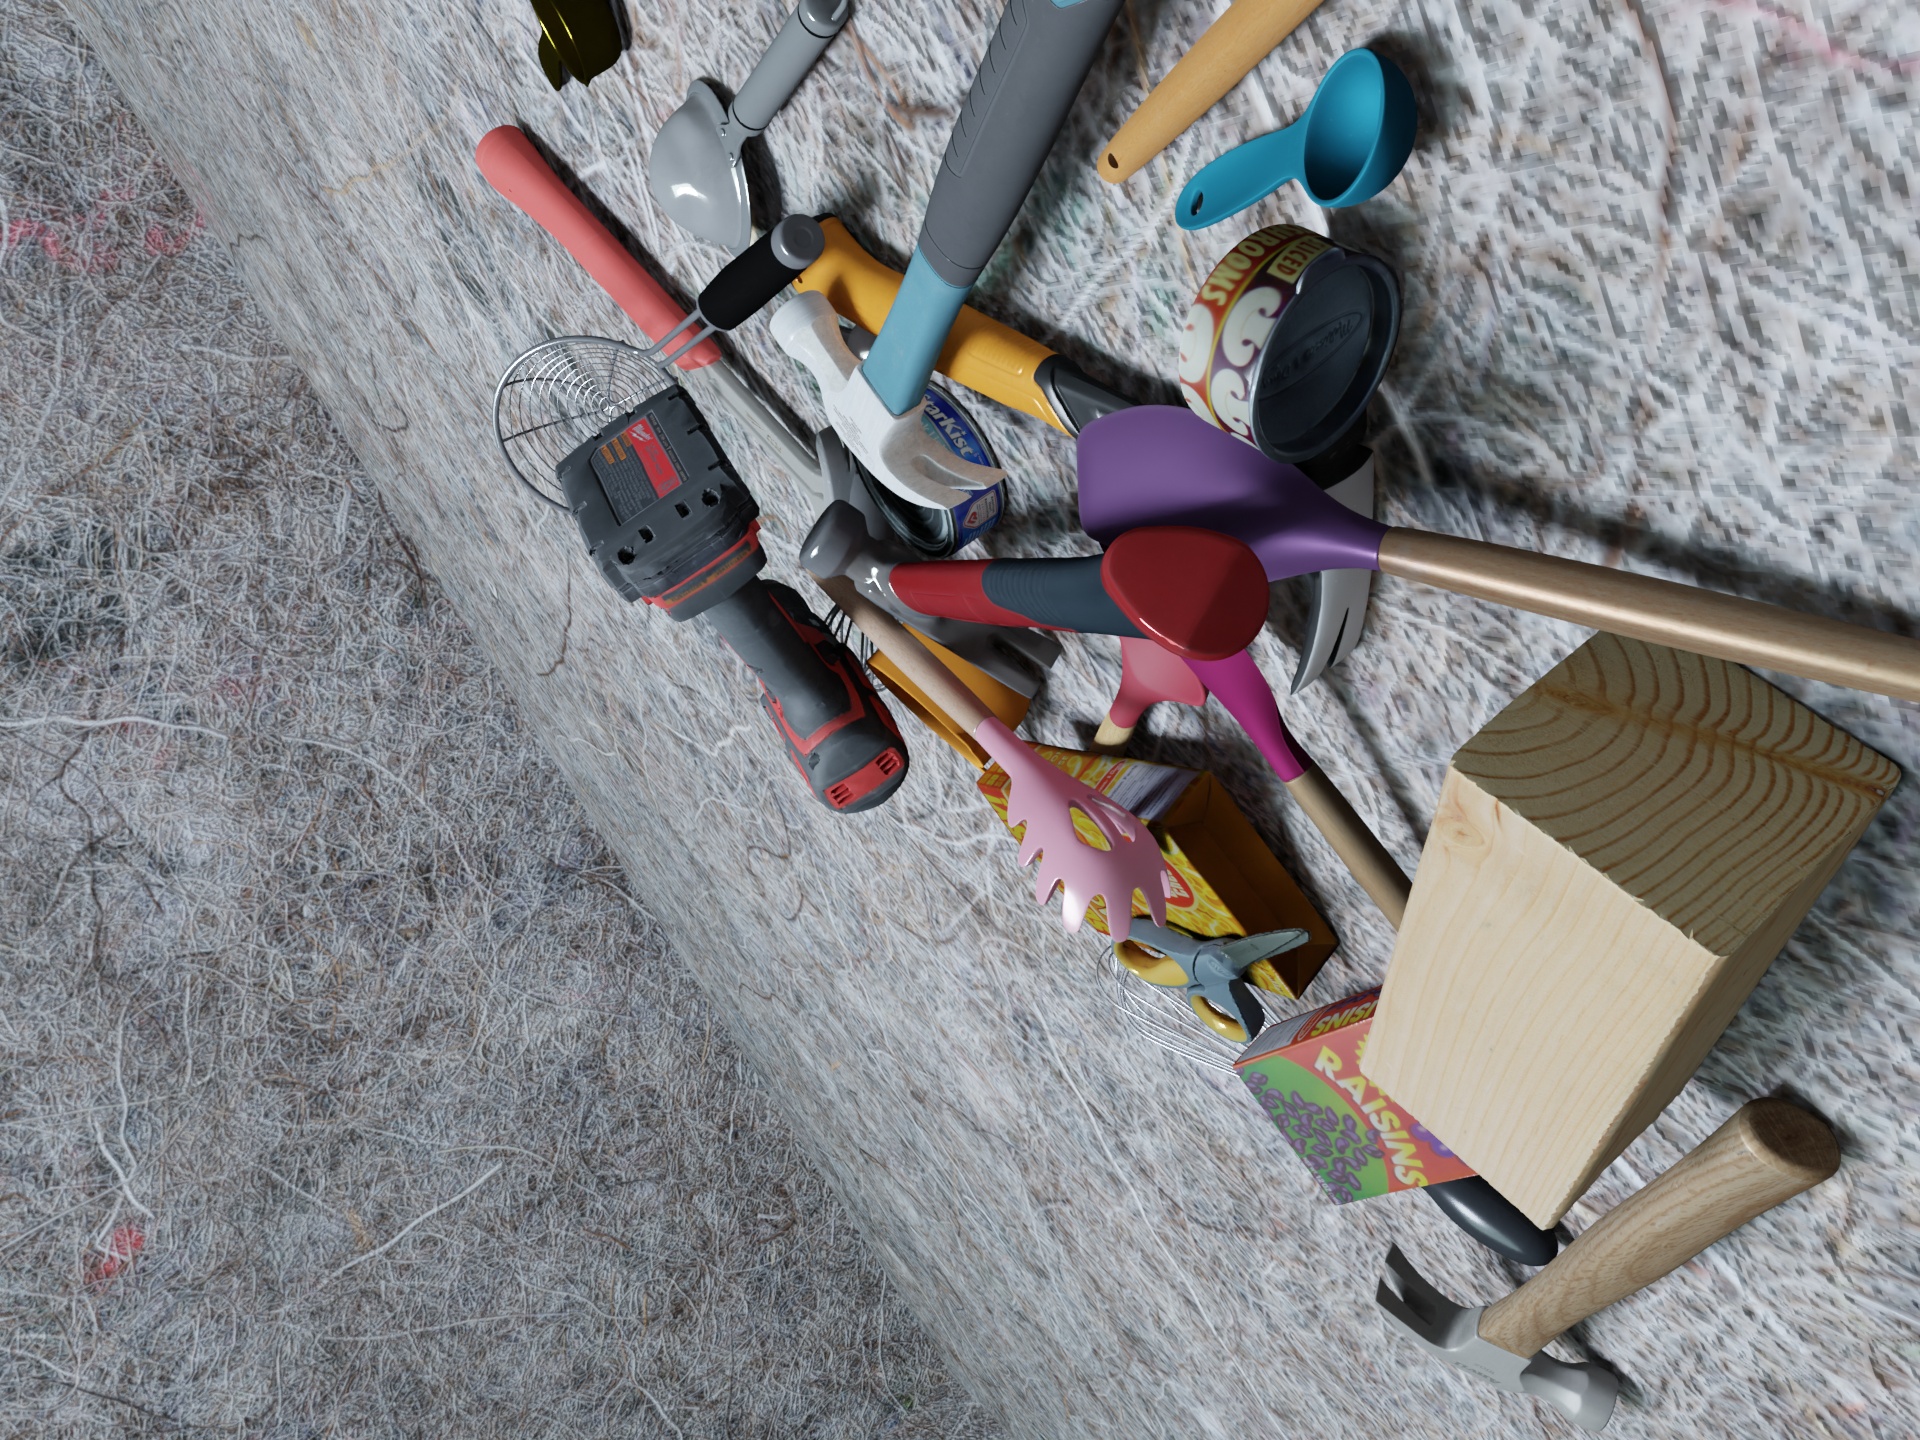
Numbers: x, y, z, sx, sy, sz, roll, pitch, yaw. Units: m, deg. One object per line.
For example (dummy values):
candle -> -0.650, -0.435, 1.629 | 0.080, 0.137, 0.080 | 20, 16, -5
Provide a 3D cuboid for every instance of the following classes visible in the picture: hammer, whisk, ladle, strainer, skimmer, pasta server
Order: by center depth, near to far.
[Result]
hammer -> -0.002, -0.178, 0.580 | 0.128, 0.033, 0.331 | 55, 158, 5
hammer -> 0.034, -0.043, 0.632 | 0.143, 0.038, 0.386 | 31, 177, -16
hammer -> 0.033, -0.136, 0.661 | 0.337, 0.034, 0.127 | 38, 154, 38
hammer -> 0.273, 0.234, 0.683 | 0.130, 0.031, 0.331 | 21, 147, 10
strainer -> -0.101, -0.276, 0.729 | 0.258, 0.050, 0.087 | -11, 99, 65
pasta server -> -0.001, -0.003, 0.784 | 0.317, 0.060, 0.040 | 44, 141, 44
ladle -> 0.078, 0.009, 0.806 | 0.069, 0.031, 0.315 | 52, 162, 15
whisk -> 0.183, 0.191, 0.832 | 0.285, 0.070, 0.070 | 33, 152, 36
skimmer -> -0.160, -0.178, 0.842 | 0.127, 0.090, 0.363 | 34, 165, -21
whisk -> -0.054, -0.084, 0.932 | 0.055, 0.055, 0.238 | 47, 154, 19
hammer -> -0.178, -0.245, 0.954 | 0.359, 0.037, 0.149 | 48, 159, 17

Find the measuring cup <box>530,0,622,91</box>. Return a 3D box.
measuring cup -> -0.209, -0.367, 0.857 | 0.062, 0.029, 0.157 | 60, 171, -17

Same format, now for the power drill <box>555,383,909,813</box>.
power drill -> -0.119, -0.069, 0.860 | 0.226, 0.080, 0.188 | 55, -179, -44

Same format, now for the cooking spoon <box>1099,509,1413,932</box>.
cooking spoon -> 0.151, 0.039, 0.641 | 0.318, 0.017, 0.069 | 50, 176, -13

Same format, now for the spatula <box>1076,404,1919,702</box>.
spatula -> 0.153, -0.049, 0.484 | 0.316, 0.018, 0.059 | 22, 127, 41

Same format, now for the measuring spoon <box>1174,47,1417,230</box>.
measuring spoon -> 0.101, -0.167, 0.483 | 0.129, 0.021, 0.042 | -163, 77, -72

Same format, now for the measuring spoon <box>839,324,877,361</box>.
measuring spoon -> -0.070, -0.192, 0.820 | 0.124, 0.018, 0.034 | 28, 148, 53

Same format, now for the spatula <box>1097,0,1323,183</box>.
spatula -> 0.107, -0.205, 0.401 | 0.081, 0.041, 0.322 | 57, 164, -7

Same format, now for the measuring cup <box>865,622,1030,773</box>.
measuring cup -> 0.021, 0.002, 0.903 | 0.173, 0.052, 0.095 | 43, 175, -37
